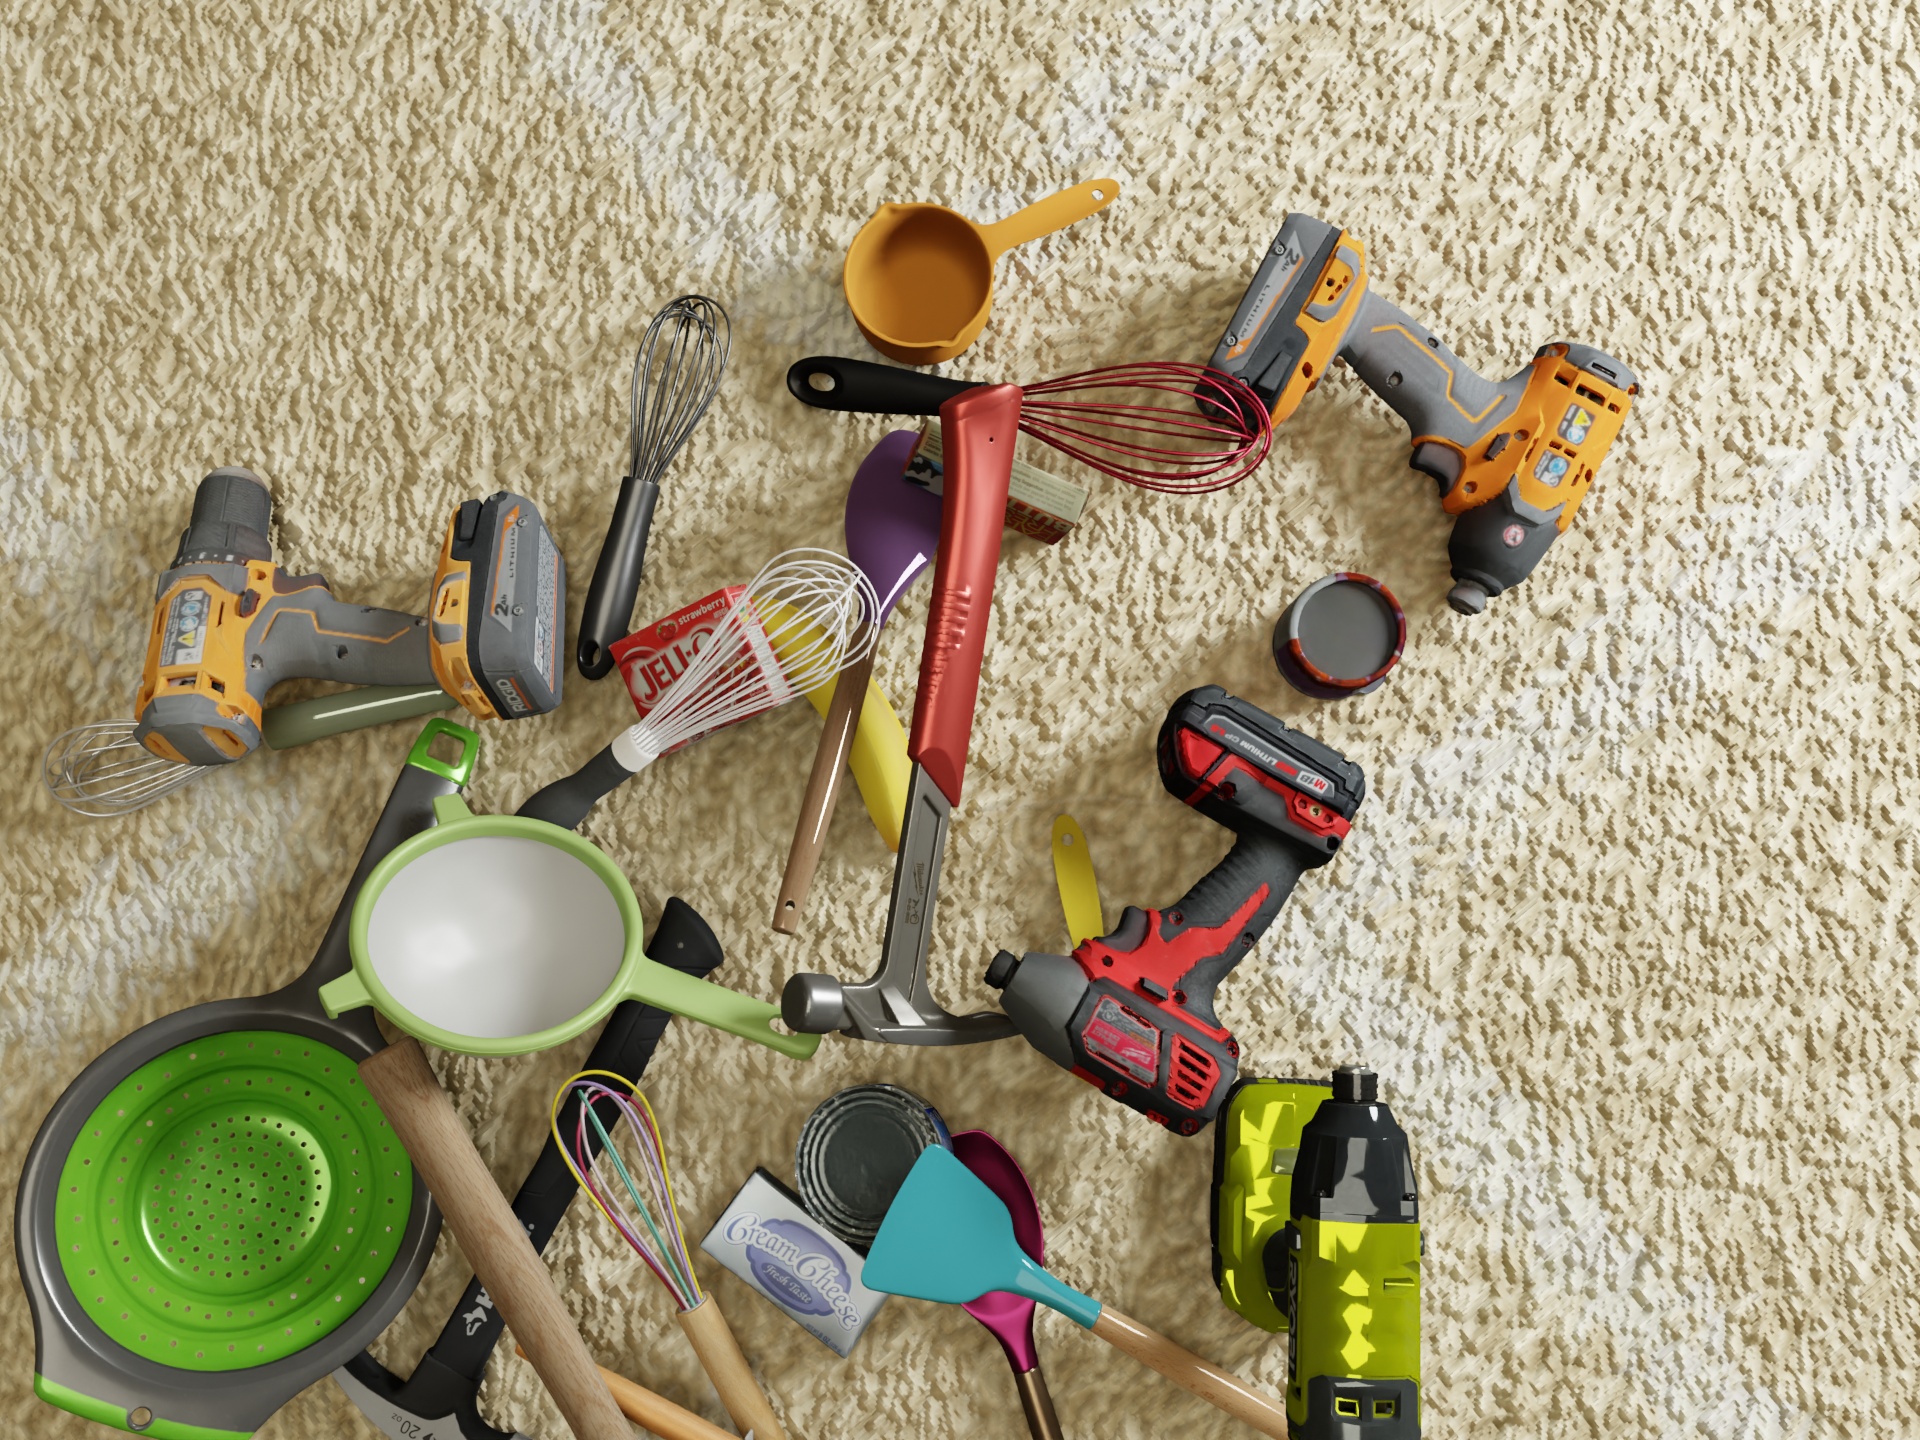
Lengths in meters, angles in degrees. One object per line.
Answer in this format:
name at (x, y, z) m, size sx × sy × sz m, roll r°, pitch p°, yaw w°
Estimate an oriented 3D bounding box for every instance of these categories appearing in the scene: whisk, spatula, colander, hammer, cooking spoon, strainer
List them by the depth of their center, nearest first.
hammer at (-0.220, 0.315, 0.837) m, size 0.130 × 0.031 × 0.331 m, roll -30°, pitch 90°, yaw 10°
spatula at (-0.094, 0.407, 0.863) m, size 0.322 × 0.041 × 0.081 m, roll 26°, pitch 110°, yaw 4°
spatula at (0.097, 0.341, 0.866) m, size 0.317 × 0.044 × 0.082 m, roll 30°, pitch 75°, yaw -1°
hammer at (-0.001, -0.003, 0.866) m, size 0.149 × 0.037 × 0.359 m, roll 9°, pitch 90°, yaw -34°
whisk at (-0.153, 0.299, 0.869) m, size 0.047 × 0.051 × 0.245 m, roll -31°, pitch 100°, yaw -32°
strainer at (-0.203, 0.147, 0.870) m, size 0.256 × 0.069 × 0.152 m, roll 20°, pitch 45°, yaw -4°
whisk at (-0.158, -0.002, 0.876) m, size 0.284 × 0.070 × 0.070 m, roll -34°, pitch 83°, yaw 24°
cooking spoon at (0.044, 0.387, 0.886) m, size 0.069 × 0.017 × 0.319 m, roll -18°, pitch 83°, yaw -2°
colander at (-0.366, 0.185, 0.892) m, size 0.204 × 0.094 × 0.397 m, roll 25°, pitch 66°, yaw -17°
spatula at (-0.060, -0.031, 0.898) m, size 0.059 × 0.018 × 0.316 m, roll 15°, pitch 68°, yaw -3°
hammer at (-0.233, 0.254, 0.902) m, size 0.146 × 0.035 × 0.335 m, roll 27°, pitch 85°, yaw 4°
whisk at (0.031, -0.178, 0.903) m, size 0.296 × 0.073 × 0.073 m, roll 12°, pitch 84°, yaw 21°
whisk at (-0.413, 0.009, 0.933) m, size 0.246 × 0.058 × 0.059 m, roll -13°, pitch 115°, yaw -3°
whisk at (-0.186, -0.139, 0.941) m, size 0.055 × 0.055 × 0.239 m, roll 15°, pitch 89°, yaw 3°

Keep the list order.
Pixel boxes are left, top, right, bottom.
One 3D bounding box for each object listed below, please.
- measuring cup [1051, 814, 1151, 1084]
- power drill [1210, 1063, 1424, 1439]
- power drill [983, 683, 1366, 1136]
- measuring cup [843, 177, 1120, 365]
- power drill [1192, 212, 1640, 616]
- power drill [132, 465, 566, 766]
measuring cup at (0.072, 0.132, 0.915) m, size 0.062 × 0.029 × 0.157 m, roll -8°, pitch 72°, yaw -5°
power drill at (0.179, 0.250, 0.794) m, size 0.080 × 0.223 × 0.171 m, roll 2°, pitch 84°, yaw 2°
power drill at (0.117, 0.099, 0.873) m, size 0.143 × 0.078 × 0.220 m, roll 29°, pitch 78°, yaw 4°
measuring cup at (0.014, -0.273, 0.945) m, size 0.173 × 0.052 × 0.095 m, roll -25°, pitch 83°, yaw -3°
power drill at (0.253, -0.172, 0.913) m, size 0.226 × 0.084 × 0.164 m, roll 28°, pitch 87°, yaw 1°
power drill at (-0.347, -0.074, 0.911) m, size 0.226 × 0.084 × 0.186 m, roll -7°, pitch 62°, yaw 1°
